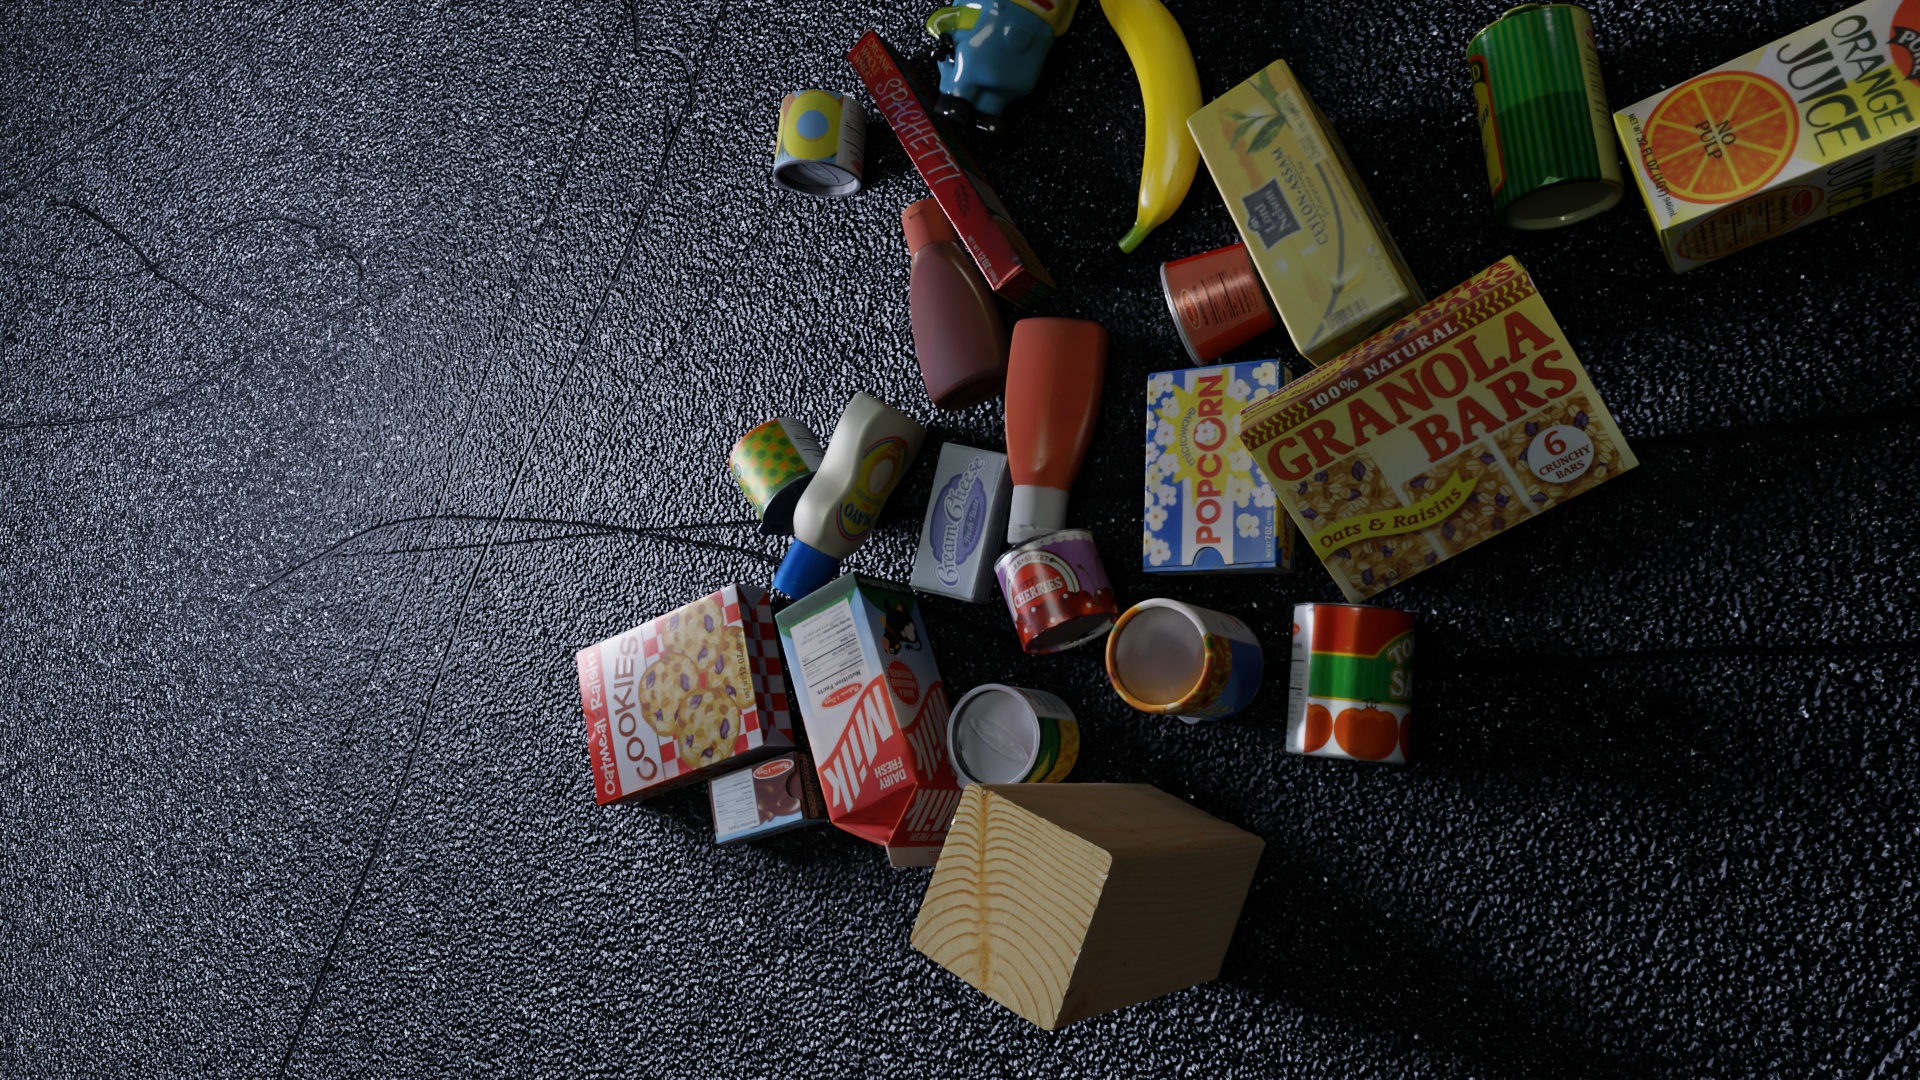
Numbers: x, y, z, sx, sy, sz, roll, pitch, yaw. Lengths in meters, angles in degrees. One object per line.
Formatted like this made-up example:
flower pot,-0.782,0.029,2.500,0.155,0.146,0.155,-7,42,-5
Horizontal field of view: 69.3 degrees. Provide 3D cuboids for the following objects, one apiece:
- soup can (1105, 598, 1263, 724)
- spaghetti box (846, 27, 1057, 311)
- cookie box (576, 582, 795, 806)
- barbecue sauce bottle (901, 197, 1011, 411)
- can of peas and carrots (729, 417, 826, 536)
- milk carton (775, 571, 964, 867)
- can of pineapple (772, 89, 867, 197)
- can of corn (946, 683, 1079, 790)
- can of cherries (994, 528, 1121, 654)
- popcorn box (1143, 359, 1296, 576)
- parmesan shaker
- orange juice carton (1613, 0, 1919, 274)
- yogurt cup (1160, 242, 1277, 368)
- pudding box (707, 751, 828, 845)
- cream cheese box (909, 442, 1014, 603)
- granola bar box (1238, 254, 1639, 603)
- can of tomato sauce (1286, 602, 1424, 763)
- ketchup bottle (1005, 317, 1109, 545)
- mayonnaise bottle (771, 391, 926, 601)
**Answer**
soup can,0.131,0.073,0.811,0.071,0.084,0.071,-6,78,31
spaghetti box,-0.009,-0.265,0.983,0.028,0.050,0.251,-39,63,19
cookie box,-0.210,0.118,1.040,0.167,0.040,0.123,-22,70,27
barbecue sauce bottle,-0.007,-0.167,0.967,0.064,0.043,0.149,-25,68,26
can of peas and carrots,-0.127,-0.045,1.004,0.070,0.071,0.059,-45,61,17
milk carton,-0.052,0.124,0.922,0.073,0.072,0.191,-29,66,25
can of pineapple,-0.106,-0.296,1.039,0.071,0.071,0.058,0,80,32
can of corn,0.033,0.127,0.876,0.071,0.058,0.071,-6,78,31
can of cherries,0.060,0.033,0.870,0.071,0.071,0.058,-28,68,25
popcorn box,0.158,-0.042,0.844,0.085,0.038,0.127,-3,79,30
parmesan shaker,0.318,-0.230,0.760,0.071,0.071,0.103,-12,75,30
orange juice carton,0.436,-0.210,0.682,0.192,0.073,0.072,-22,70,27
yogurt cup,0.159,-0.147,0.849,0.054,0.072,0.072,-20,71,19
pudding box,-0.137,0.184,0.988,0.083,0.030,0.050,-21,69,27
cream cheese box,0.003,-0.012,0.942,0.053,0.024,0.104,12,87,33
granola bar box,0.253,-0.056,0.748,0.165,0.039,0.124,-30,105,24
can of tomato sauce,0.218,0.079,0.767,0.071,0.071,0.083,1,82,32
ketchup bottle,0.057,-0.069,0.907,0.065,0.043,0.149,5,84,25
mayonnaise bottle,-0.081,-0.026,0.966,0.041,0.064,0.148,28,90,37
